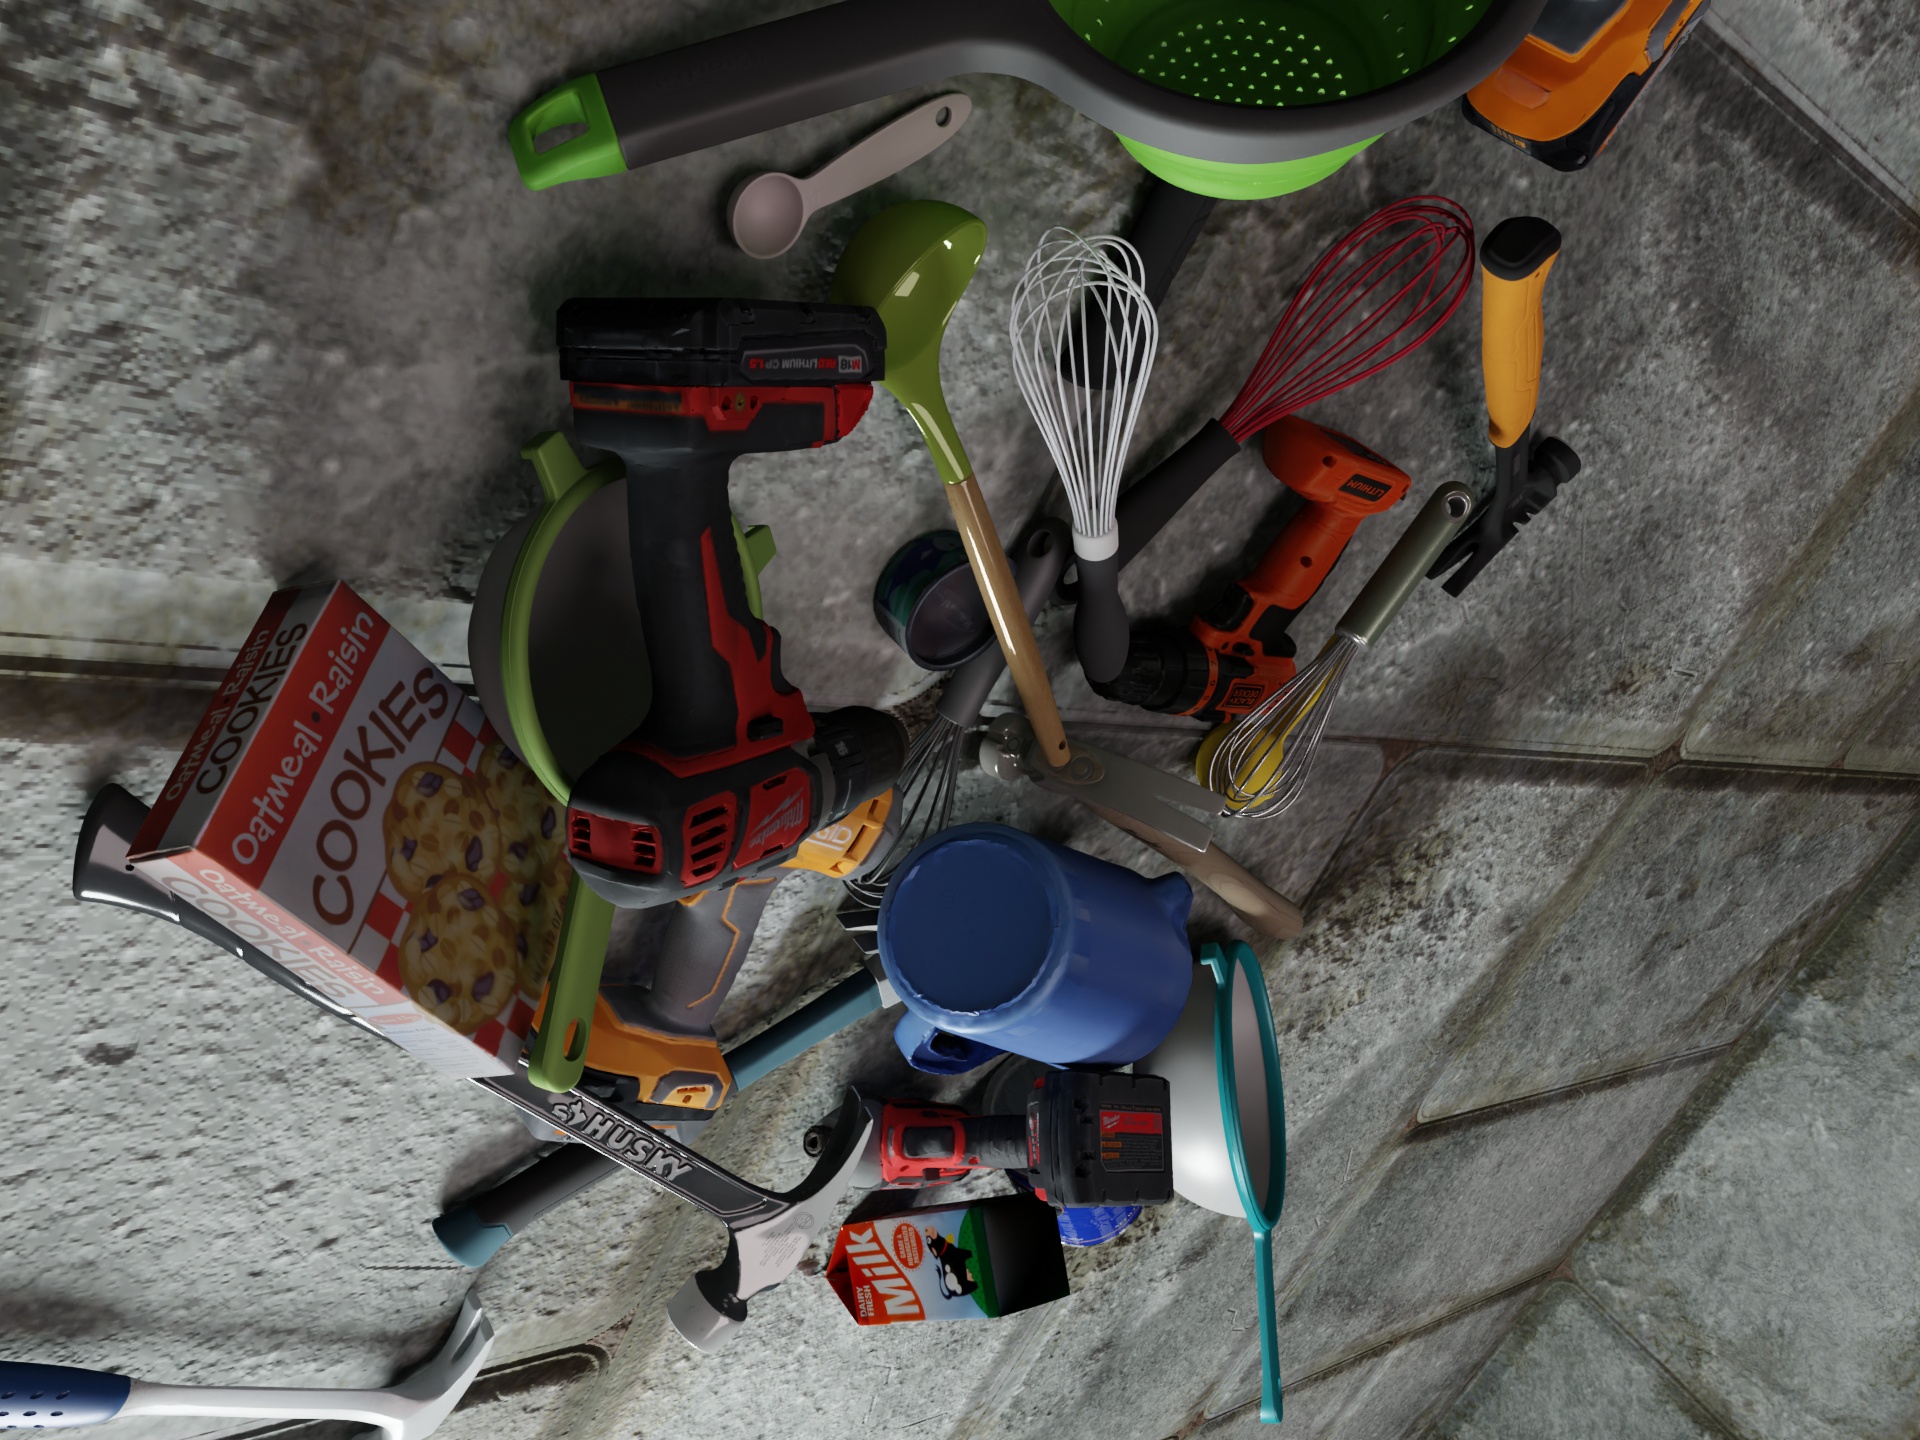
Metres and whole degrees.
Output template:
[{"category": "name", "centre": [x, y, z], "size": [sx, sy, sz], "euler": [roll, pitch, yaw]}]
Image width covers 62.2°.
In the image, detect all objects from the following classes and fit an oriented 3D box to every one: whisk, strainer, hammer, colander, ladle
[{"category": "whisk", "centre": [-0.001, -0.002, 0.857], "size": [0.055, 0.055, 0.239], "euler": [11, 112, -47]}, {"category": "strainer", "centre": [-0.160, 0.018, 0.651], "size": [0.151, 0.069, 0.256], "euler": [18, 81, -60]}, {"category": "hammer", "centre": [0.131, -0.301, 0.713], "size": [0.146, 0.035, 0.334], "euler": [6, 120, -46]}, {"category": "hammer", "centre": [-0.147, 0.215, 0.930], "size": [0.331, 0.033, 0.128], "euler": [-29, 140, -20]}, {"category": "whisk", "centre": [0.156, -0.164, 0.842], "size": [0.296, 0.073, 0.073], "euler": [-42, 143, 6]}, {"category": "hammer", "centre": [0.162, 0.091, 1.032], "size": [0.410, 0.146, 0.038], "euler": [34, 78, -57]}, {"category": "whisk", "centre": [0.228, -0.042, 0.948], "size": [0.057, 0.059, 0.246], "euler": [37, 88, -9]}, {"category": "colander", "centre": [0.034, -0.245, 0.600], "size": [0.397, 0.205, 0.094], "euler": [-18, 157, -5]}, {"category": "ladle", "centre": [0.015, -0.090, 0.739], "size": [0.078, 0.062, 0.319], "euler": [-44, 134, -25]}, {"category": "strainer", "centre": [0.182, 0.336, 1.179], "size": [0.095, 0.340, 0.210], "euler": [-7, 165, 19]}, {"category": "whisk", "centre": [0.063, -0.114, 0.769], "size": [0.070, 0.070, 0.284], "euler": [-32, 145, -17]}, {"category": "hammer", "centre": [-0.204, 0.151, 0.711], "size": [0.149, 0.036, 0.408], "euler": [-48, 123, -1]}, {"category": "hammer", "centre": [-0.410, 0.334, 0.795], "size": [0.144, 0.035, 0.405], "euler": [-48, 142, 5]}, {"category": "hammer", "centre": [0.320, -0.182, 0.938], "size": [0.127, 0.034, 0.336], "euler": [-45, 155, 0]}]

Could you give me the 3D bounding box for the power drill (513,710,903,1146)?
[{"category": "power drill", "centre": [-0.149, 0.098, 0.787], "size": [0.185, 0.084, 0.226], "euler": [23, 103, -48]}]

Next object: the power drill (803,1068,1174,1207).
[{"category": "power drill", "centre": [0.013, 0.266, 1.006], "size": [0.143, 0.220, 0.079], "euler": [19, 65, -49]}]

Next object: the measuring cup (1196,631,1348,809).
[{"category": "measuring cup", "centre": [0.206, -0.011, 1.024], "size": [0.029, 0.062, 0.156], "euler": [20, 114, -37]}]

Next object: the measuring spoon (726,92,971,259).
[{"category": "measuring spoon", "centre": [-0.046, -0.225, 0.641], "size": [0.124, 0.018, 0.034], "euler": [-37, 142, -22]}]

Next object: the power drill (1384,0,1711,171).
[{"category": "power drill", "centre": [0.266, -0.341, 0.729], "size": [0.164, 0.084, 0.226], "euler": [-54, 154, 13]}]

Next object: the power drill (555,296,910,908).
[{"category": "power drill", "centre": [-0.079, -0.051, 0.638], "size": [0.188, 0.080, 0.226], "euler": [-20, 114, -58]}]
